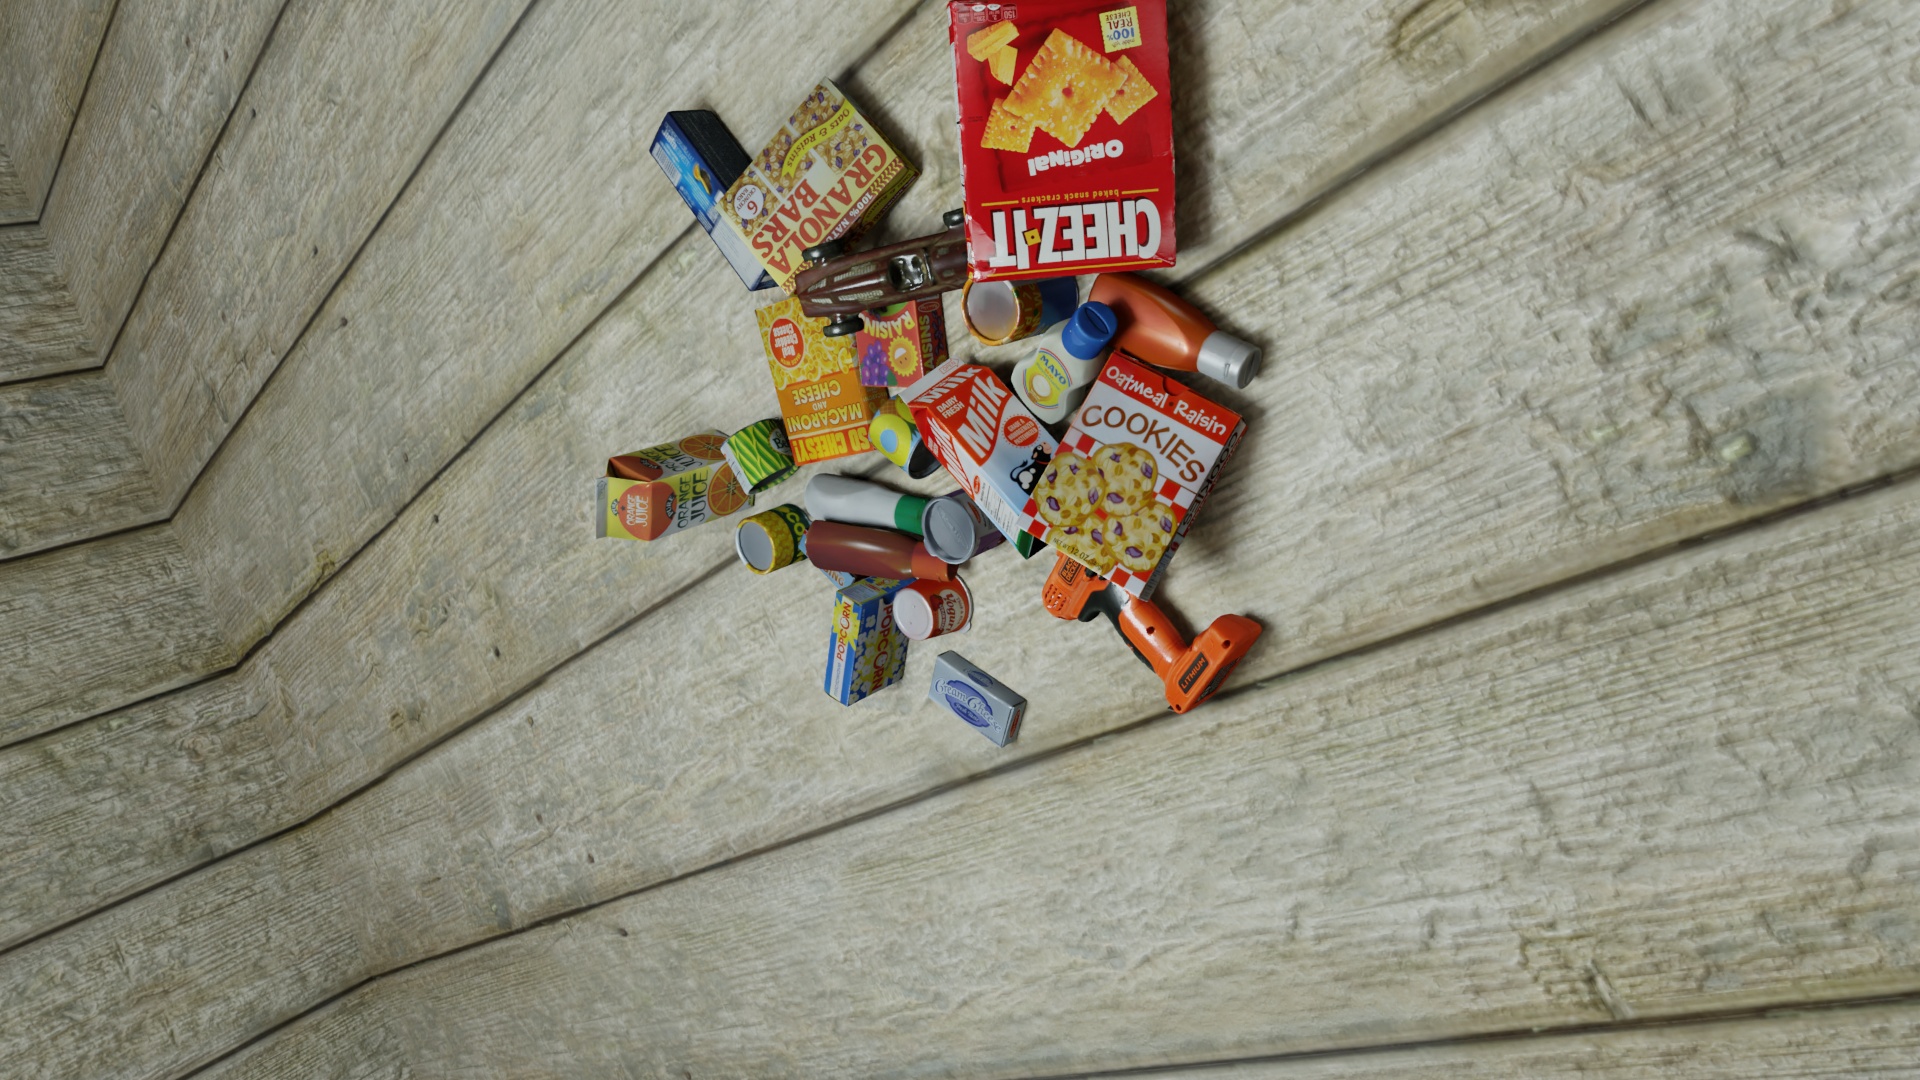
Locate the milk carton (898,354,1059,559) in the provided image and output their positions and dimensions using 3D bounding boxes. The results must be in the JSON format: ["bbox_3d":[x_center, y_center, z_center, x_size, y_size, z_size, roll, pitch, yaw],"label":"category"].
[{"bbox_3d":[0.029,-0.084,1.248,0.191,0.072,0.073,49,162,17],"label":"milk carton"}]

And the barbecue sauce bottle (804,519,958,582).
[{"bbox_3d":[-0.076,0.014,1.375,0.148,0.044,0.064,8,155,19],"label":"barbecue sauce bottle"}]

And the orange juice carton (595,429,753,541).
[{"bbox_3d":[-0.315,-0.057,1.499,0.073,0.193,0.071,26,121,31],"label":"orange juice carton"}]

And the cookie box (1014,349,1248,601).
[{"bbox_3d":[0.139,-0.053,1.136,0.123,0.040,0.167,31,93,21],"label":"cookie box"}]

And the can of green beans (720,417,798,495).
[{"bbox_3d":[-0.214,-0.089,1.485,0.071,0.071,0.058,-36,81,43],"label":"can of green beans"}]

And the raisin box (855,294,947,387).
[{"bbox_3d":[-0.059,-0.209,1.321,0.086,0.040,0.123,6,108,40],"label":"raisin box"}]

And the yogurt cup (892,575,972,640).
[{"bbox_3d":[-0.030,0.067,1.386,0.072,0.054,0.072,16,115,38],"label":"yogurt cup"}]

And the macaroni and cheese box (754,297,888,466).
[{"bbox_3d":[-0.135,-0.167,1.404,0.123,0.040,0.166,-7,100,43],"label":"macaroni and cheese box"}]

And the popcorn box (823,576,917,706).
[{"bbox_3d":[-0.093,0.099,1.433,0.038,0.085,0.126,29,123,32],"label":"popcorn box"}]

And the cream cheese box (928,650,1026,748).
[{"bbox_3d":[0.015,0.159,1.400,0.104,0.024,0.053,32,124,30],"label":"cream cheese box"}]

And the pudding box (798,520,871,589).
[{"bbox_3d":[-0.123,0.016,1.454,0.084,0.050,0.030,44,132,22],"label":"pudding box"}]

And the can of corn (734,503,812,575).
[{"bbox_3d":[-0.201,-0.001,1.511,0.071,0.058,0.071,17,116,37],"label":"can of corn"}]

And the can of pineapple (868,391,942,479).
[{"bbox_3d":[-0.045,-0.103,1.329,0.058,0.071,0.070,39,128,25],"label":"can of pineapple"}]

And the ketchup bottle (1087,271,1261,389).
[{"bbox_3d":[0.171,-0.167,1.126,0.149,0.044,0.064,31,130,30],"label":"ketchup bottle"}]

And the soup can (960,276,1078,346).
[{"bbox_3d":[0.051,-0.203,1.193,0.071,0.084,0.071,17,117,37],"label":"soup can"}]

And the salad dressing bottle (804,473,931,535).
[{"bbox_3d":[-0.087,-0.035,1.398,0.148,0.064,0.043,12,114,30],"label":"salad dressing bottle"}]

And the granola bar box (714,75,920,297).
[{"bbox_3d":[-0.135,-0.328,1.304,0.165,0.039,0.124,-44,75,18],"label":"granola bar box"}]

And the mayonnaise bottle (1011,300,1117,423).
[{"bbox_3d":[0.090,-0.152,1.168,0.065,0.041,0.147,50,157,5],"label":"mayonnaise bottle"}]

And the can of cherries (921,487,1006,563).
[{"bbox_3d":[0.005,-0.017,1.321,0.071,0.058,0.071,17,117,36],"label":"can of cherries"}]
